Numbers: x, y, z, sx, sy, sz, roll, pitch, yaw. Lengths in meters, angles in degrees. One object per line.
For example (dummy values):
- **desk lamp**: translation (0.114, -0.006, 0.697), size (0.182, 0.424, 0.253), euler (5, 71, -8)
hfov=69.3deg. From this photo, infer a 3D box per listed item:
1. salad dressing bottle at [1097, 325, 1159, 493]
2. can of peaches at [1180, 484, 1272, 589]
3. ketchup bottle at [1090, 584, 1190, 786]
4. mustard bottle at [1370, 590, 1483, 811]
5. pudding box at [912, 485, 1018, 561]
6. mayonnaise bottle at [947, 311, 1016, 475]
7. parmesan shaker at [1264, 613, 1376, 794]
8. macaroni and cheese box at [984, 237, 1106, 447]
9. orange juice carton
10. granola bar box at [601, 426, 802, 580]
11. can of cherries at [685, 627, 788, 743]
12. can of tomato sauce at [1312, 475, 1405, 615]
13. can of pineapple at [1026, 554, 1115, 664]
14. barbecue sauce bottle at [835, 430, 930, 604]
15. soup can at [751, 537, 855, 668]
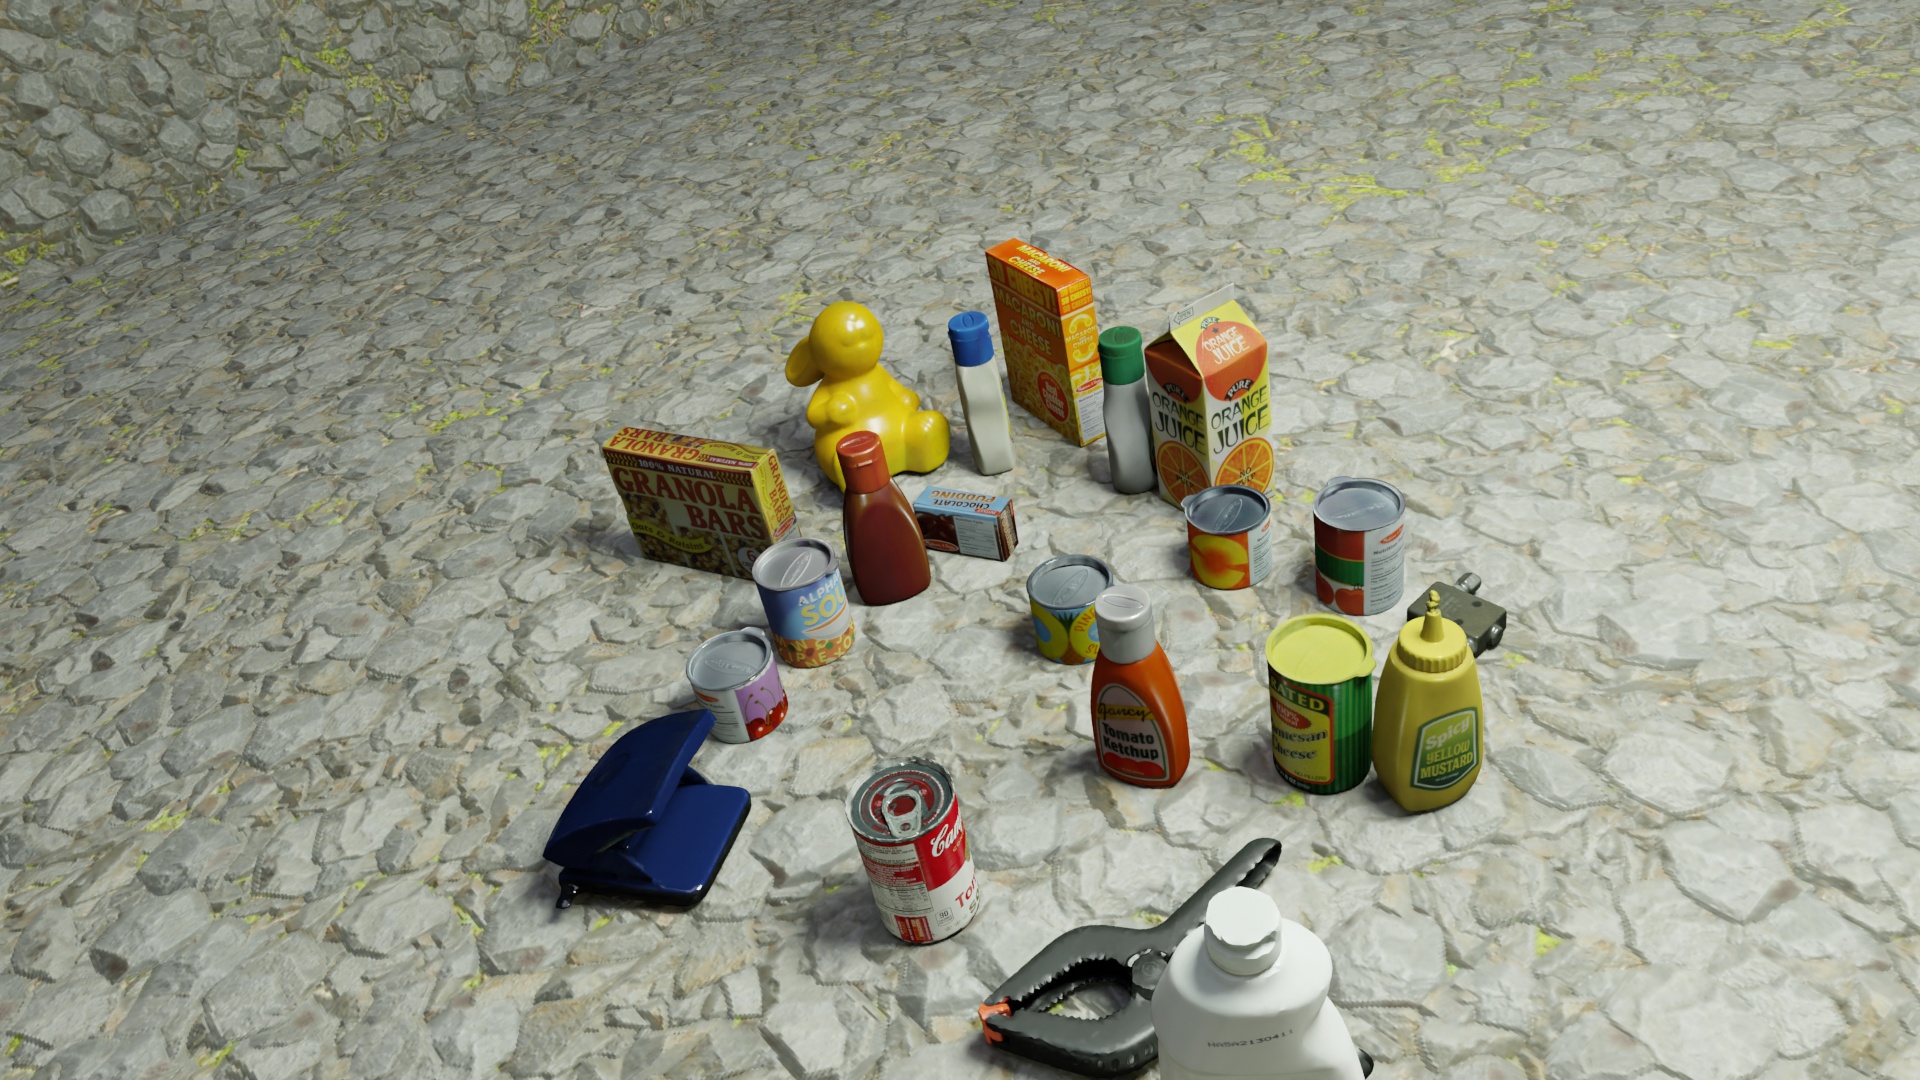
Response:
- **salad dressing bottle**: translation (0.144, -0.112, 1.194), size (0.044, 0.147, 0.064), euler (-6, 36, 9)
- **can of peaches**: translation (0.212, -0.003, 1.103), size (0.071, 0.057, 0.071), euler (-8, 36, 6)
- **ketchup bottle**: translation (0.115, 0.096, 0.919), size (0.065, 0.148, 0.044), euler (10, 41, 28)
- **mustard bottle**: translation (0.289, 0.097, 0.857), size (0.065, 0.159, 0.049), euler (-18, 36, -8)
- **pudding box**: translation (0.004, -0.015, 1.187), size (0.084, 0.049, 0.030), euler (9, 41, 27)
- **mayonnaise bottle**: translation (0.019, -0.135, 1.263), size (0.041, 0.147, 0.065), euler (-13, 36, 0)
- **parmesan shaker**: translation (0.237, 0.109, 0.905), size (0.071, 0.102, 0.072), euler (-8, 36, 6)
- **macaroni and cheese box**: translation (0.083, -0.186, 1.298), size (0.040, 0.165, 0.124), euler (-27, 38, -19)
- **orange juice carton**: translation (0.205, -0.113, 1.140), size (0.072, 0.191, 0.073), euler (-29, 39, -22)
- **granola bar box**: translation (-0.223, -0.030, 1.211), size (0.165, 0.123, 0.039), euler (10, 41, 28)
- **can of cherries**: translation (-0.167, 0.110, 1.060), size (0.071, 0.058, 0.072), euler (-8, 36, 6)
- **can of tomato sauce**: translation (0.299, 0.004, 1.046), size (0.071, 0.082, 0.071), euler (-8, 36, 6)
- **can of pineapple**: translation (0.088, 0.053, 1.063), size (0.071, 0.057, 0.071), euler (-8, 36, 6)
- **barbecue sauce bottle**: translation (-0.067, -0.018, 1.128), size (0.065, 0.147, 0.044), euler (-17, 36, -6)
- **soup can**: translation (-0.121, 0.050, 1.106), size (0.071, 0.083, 0.072), euler (-8, 36, 6)
